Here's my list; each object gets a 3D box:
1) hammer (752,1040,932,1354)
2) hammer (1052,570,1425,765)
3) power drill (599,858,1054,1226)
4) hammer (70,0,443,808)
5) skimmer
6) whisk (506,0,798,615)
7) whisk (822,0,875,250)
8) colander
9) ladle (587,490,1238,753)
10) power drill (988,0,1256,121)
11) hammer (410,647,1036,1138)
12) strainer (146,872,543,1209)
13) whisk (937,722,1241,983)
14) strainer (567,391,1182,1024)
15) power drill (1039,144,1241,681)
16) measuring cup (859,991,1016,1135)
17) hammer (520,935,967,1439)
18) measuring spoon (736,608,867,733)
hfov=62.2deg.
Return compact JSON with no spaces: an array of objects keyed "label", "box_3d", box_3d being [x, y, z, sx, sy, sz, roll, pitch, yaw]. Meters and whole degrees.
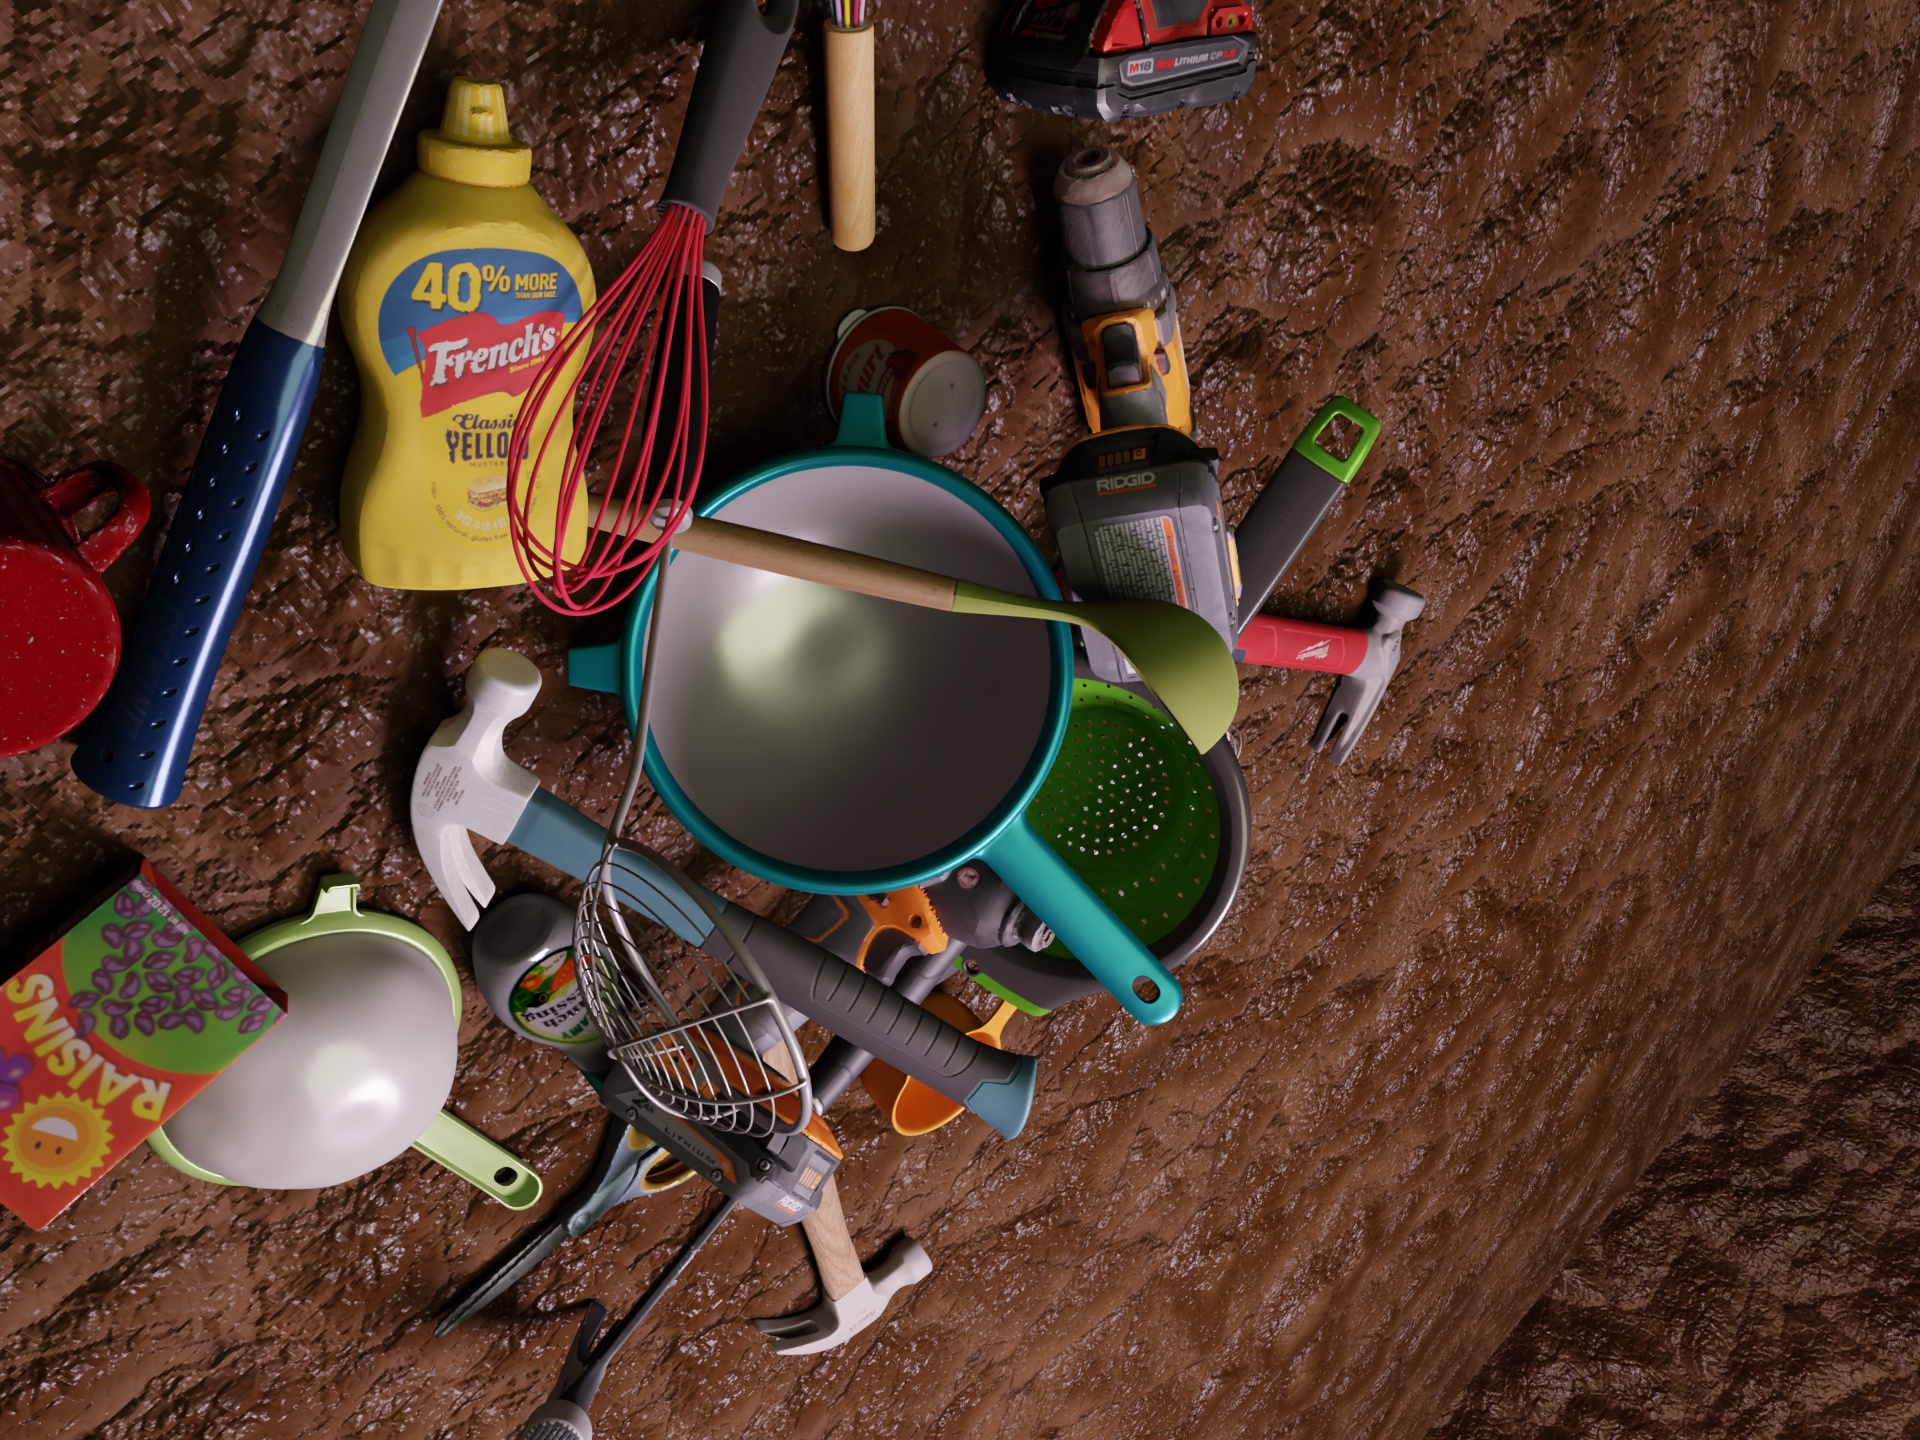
[{"label":"hammer","box_3d":[-0.099,0.307,1.040,0.130,0.031,0.331,-33,135,-25]},{"label":"hammer","box_3d":[0.180,-0.044,1.071,0.386,0.038,0.143,4,115,-46]},{"label":"power drill","box_3d":[-0.063,0.143,0.833,0.226,0.164,0.084,-56,152,-16]},{"label":"hammer","box_3d":[-0.228,-0.144,0.560,0.405,0.144,0.035,-62,178,17]},{"label":"skimmer","box_3d":[-0.095,-0.022,0.641,0.090,0.127,0.363,10,68,-20]},{"label":"whisk","box_3d":[-0.113,-0.179,0.620,0.073,0.073,0.296,32,68,-50]},{"label":"whisk","box_3d":[-0.046,-0.312,0.657,0.051,0.047,0.244,-21,138,-22]},{"label":"colander","box_3d":[0.117,-0.013,0.928,0.397,0.204,0.094,-57,173,19]},{"label":"ladle","box_3d":[-0.031,-0.050,0.704,0.078,0.320,0.062,-86,-171,-83]},{"label":"power drill","box_3d":[0.060,-0.388,0.695,0.188,0.080,0.226,-23,127,-33]},{"label":"hammer","box_3d":[-0.102,0.101,0.740,0.331,0.033,0.128,32,117,-10]},{"label":"strainer","box_3d":[-0.270,0.197,0.767,0.151,0.069,0.256,-45,137,-12]},{"label":"whisk","box_3d":[0.071,0.086,1.038,0.284,0.070,0.070,-38,137,-13]},{"label":"strainer","box_3d":[-0.013,0.018,0.791,0.211,0.095,0.340,-43,102,1]},{"label":"power drill","box_3d":[0.083,-0.155,0.785,0.084,0.226,0.185,-8,136,11]},{"label":"measuring cup","box_3d":[0.003,0.186,1.032,0.173,0.052,0.095,-52,144,2]},{"label":"hammer","box_3d":[-0.099,0.234,0.903,0.409,0.036,0.149,-51,-176,-1]},{"label":"measuring spoon","box_3d":[-0.103,-0.009,0.836,0.128,0.021,0.042,-44,109,0]}]
